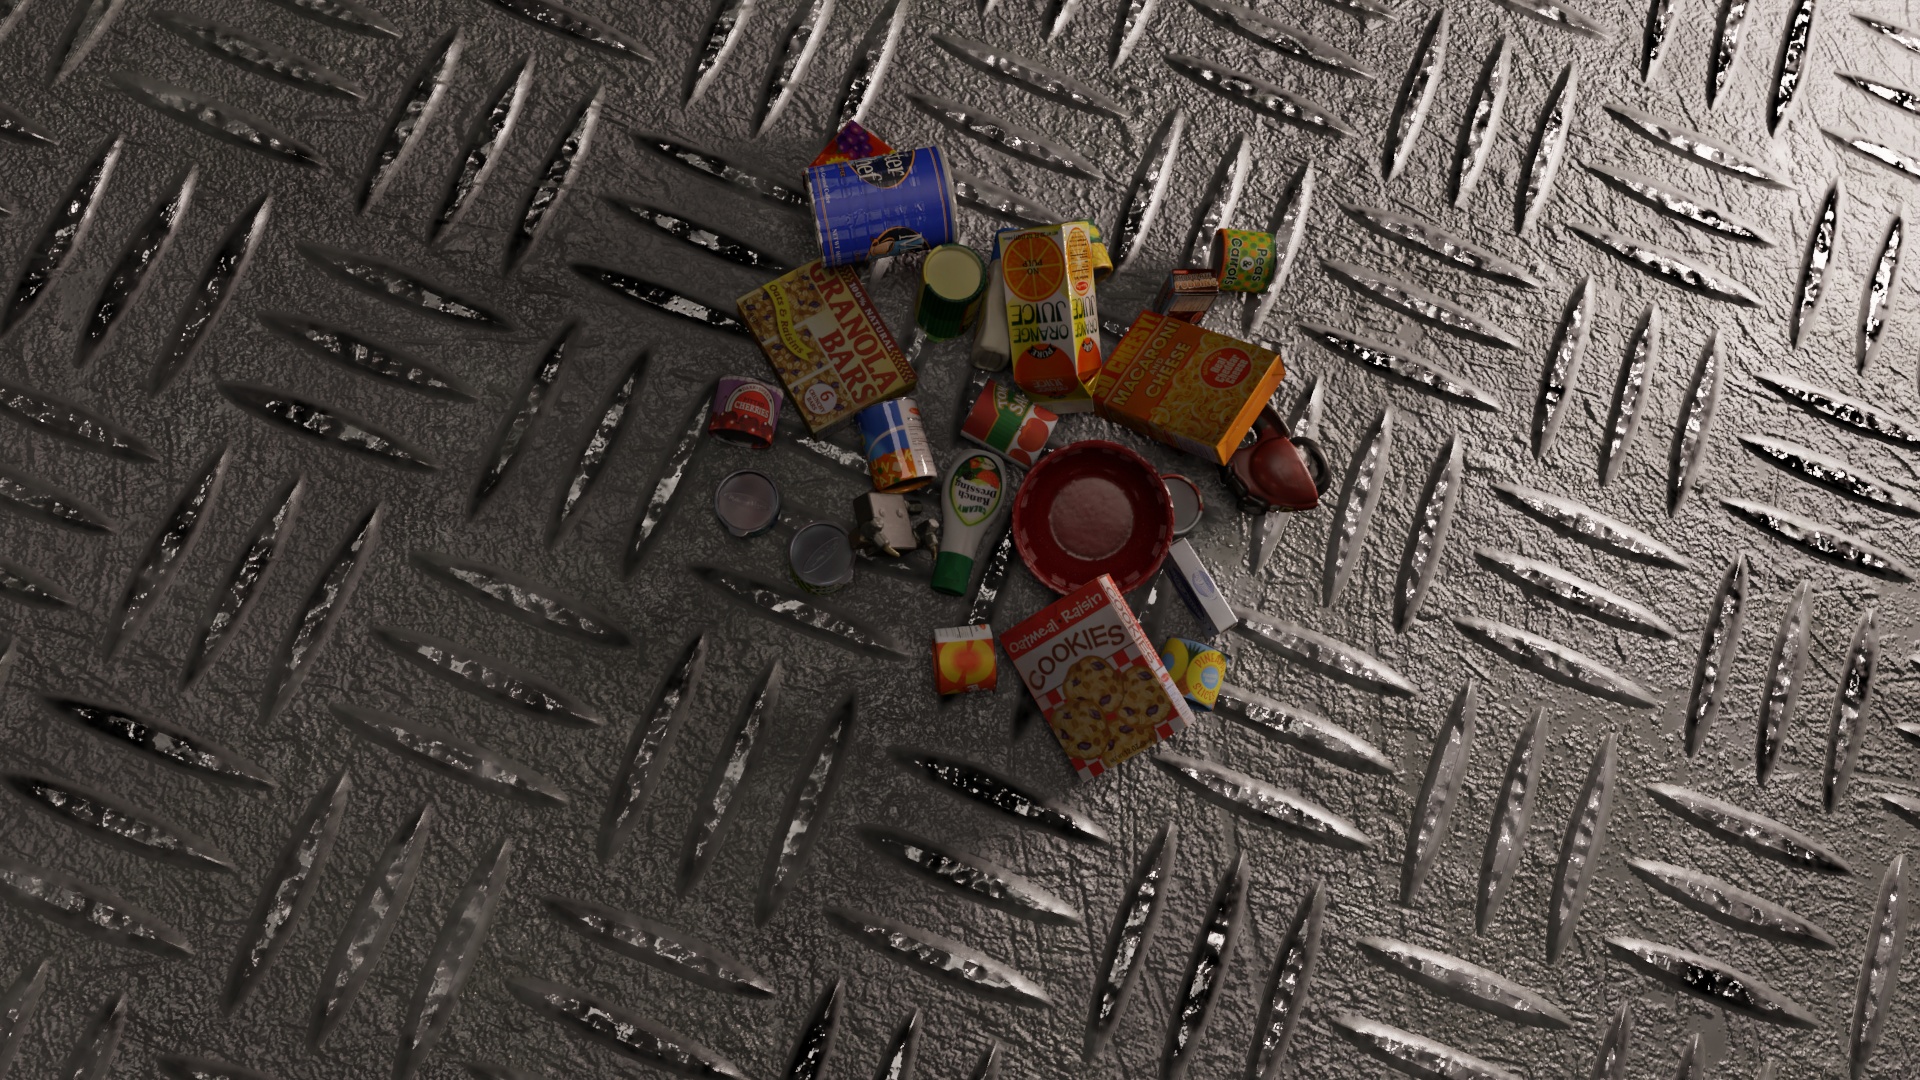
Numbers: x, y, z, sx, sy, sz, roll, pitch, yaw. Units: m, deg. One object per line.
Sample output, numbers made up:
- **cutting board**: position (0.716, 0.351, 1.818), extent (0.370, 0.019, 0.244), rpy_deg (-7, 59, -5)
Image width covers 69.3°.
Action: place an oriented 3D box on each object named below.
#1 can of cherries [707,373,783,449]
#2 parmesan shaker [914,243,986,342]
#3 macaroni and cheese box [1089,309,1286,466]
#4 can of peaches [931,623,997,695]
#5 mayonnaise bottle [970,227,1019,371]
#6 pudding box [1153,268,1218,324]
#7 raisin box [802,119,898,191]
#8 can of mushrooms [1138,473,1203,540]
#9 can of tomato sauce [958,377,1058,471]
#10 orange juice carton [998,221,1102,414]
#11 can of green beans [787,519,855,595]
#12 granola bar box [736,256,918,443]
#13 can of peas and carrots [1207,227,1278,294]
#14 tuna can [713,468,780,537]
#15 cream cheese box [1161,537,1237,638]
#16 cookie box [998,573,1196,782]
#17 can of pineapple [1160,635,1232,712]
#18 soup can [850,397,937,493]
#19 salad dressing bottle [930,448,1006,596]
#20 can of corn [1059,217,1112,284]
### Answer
- **can of cherries**: position (-0.215, -0.129, 1.396), extent (0.071, 0.071, 0.058), rpy_deg (12, 77, -4)
- **parmesan shaker**: position (-0.012, -0.253, 1.429), extent (0.071, 0.103, 0.071), rpy_deg (1, 78, -6)
- **macaroni and cheese box**: position (0.228, -0.159, 1.425), extent (0.167, 0.040, 0.124), rpy_deg (26, 72, 35)
- **can of peaches**: position (0.004, 0.120, 1.368), extent (0.058, 0.071, 0.071), rpy_deg (-4, 78, -7)
- **mayonnaise bottle**: position (0.042, -0.255, 1.458), extent (0.041, 0.064, 0.148), rpy_deg (12, 73, -6)
- **pudding box**: position (0.237, -0.257, 1.467), extent (0.050, 0.083, 0.030), rpy_deg (-2, 76, -6)
- **raisin box**: position (-0.094, -0.377, 1.480), extent (0.123, 0.040, 0.086), rpy_deg (37, 77, 3)
- **can of mushrooms**: position (0.216, -0.036, 1.442), extent (0.071, 0.033, 0.071), rpy_deg (1, 78, -6)
- **can of tomato sauce**: position (0.050, -0.120, 1.424), extent (0.083, 0.071, 0.071), rpy_deg (28, 77, 0)
- **orange juice carton**: position (0.095, -0.224, 1.420), extent (0.072, 0.073, 0.192), rpy_deg (-1, 103, 28)
- **can of green beans**: position (-0.138, 0.018, 1.378), extent (0.071, 0.057, 0.071), rpy_deg (1, 78, -6)
- **granola bar box**: position (-0.138, -0.203, 1.437), extent (0.124, 0.039, 0.165), rpy_deg (-30, 83, -12)
- **can of peas and carrots**: position (0.302, -0.300, 1.490), extent (0.059, 0.071, 0.071), rpy_deg (5, 78, -4)
- **tuna can**: position (-0.214, -0.035, 1.394), extent (0.071, 0.032, 0.071), rpy_deg (1, 78, -6)
- **cream cheese box**: position (0.240, 0.049, 1.416), extent (0.024, 0.053, 0.104), rpy_deg (-30, 83, -9)
- **cookie box**: position (0.133, 0.134, 1.361), extent (0.122, 0.040, 0.167), rpy_deg (-33, 82, 22)
- **can of pineapple**: position (0.230, 0.134, 1.388), extent (0.071, 0.071, 0.058), rpy_deg (21, 77, -1)
- **soup can**: position (-0.068, -0.093, 1.408), extent (0.071, 0.071, 0.084), rpy_deg (-14, 80, -9)
- **salad dressing bottle**: position (0.005, -0.018, 1.409), extent (0.064, 0.044, 0.148), rpy_deg (16, 77, -7)
- **can of corn**: position (0.124, -0.302, 1.474), extent (0.071, 0.071, 0.058), rpy_deg (-19, 81, -10)
